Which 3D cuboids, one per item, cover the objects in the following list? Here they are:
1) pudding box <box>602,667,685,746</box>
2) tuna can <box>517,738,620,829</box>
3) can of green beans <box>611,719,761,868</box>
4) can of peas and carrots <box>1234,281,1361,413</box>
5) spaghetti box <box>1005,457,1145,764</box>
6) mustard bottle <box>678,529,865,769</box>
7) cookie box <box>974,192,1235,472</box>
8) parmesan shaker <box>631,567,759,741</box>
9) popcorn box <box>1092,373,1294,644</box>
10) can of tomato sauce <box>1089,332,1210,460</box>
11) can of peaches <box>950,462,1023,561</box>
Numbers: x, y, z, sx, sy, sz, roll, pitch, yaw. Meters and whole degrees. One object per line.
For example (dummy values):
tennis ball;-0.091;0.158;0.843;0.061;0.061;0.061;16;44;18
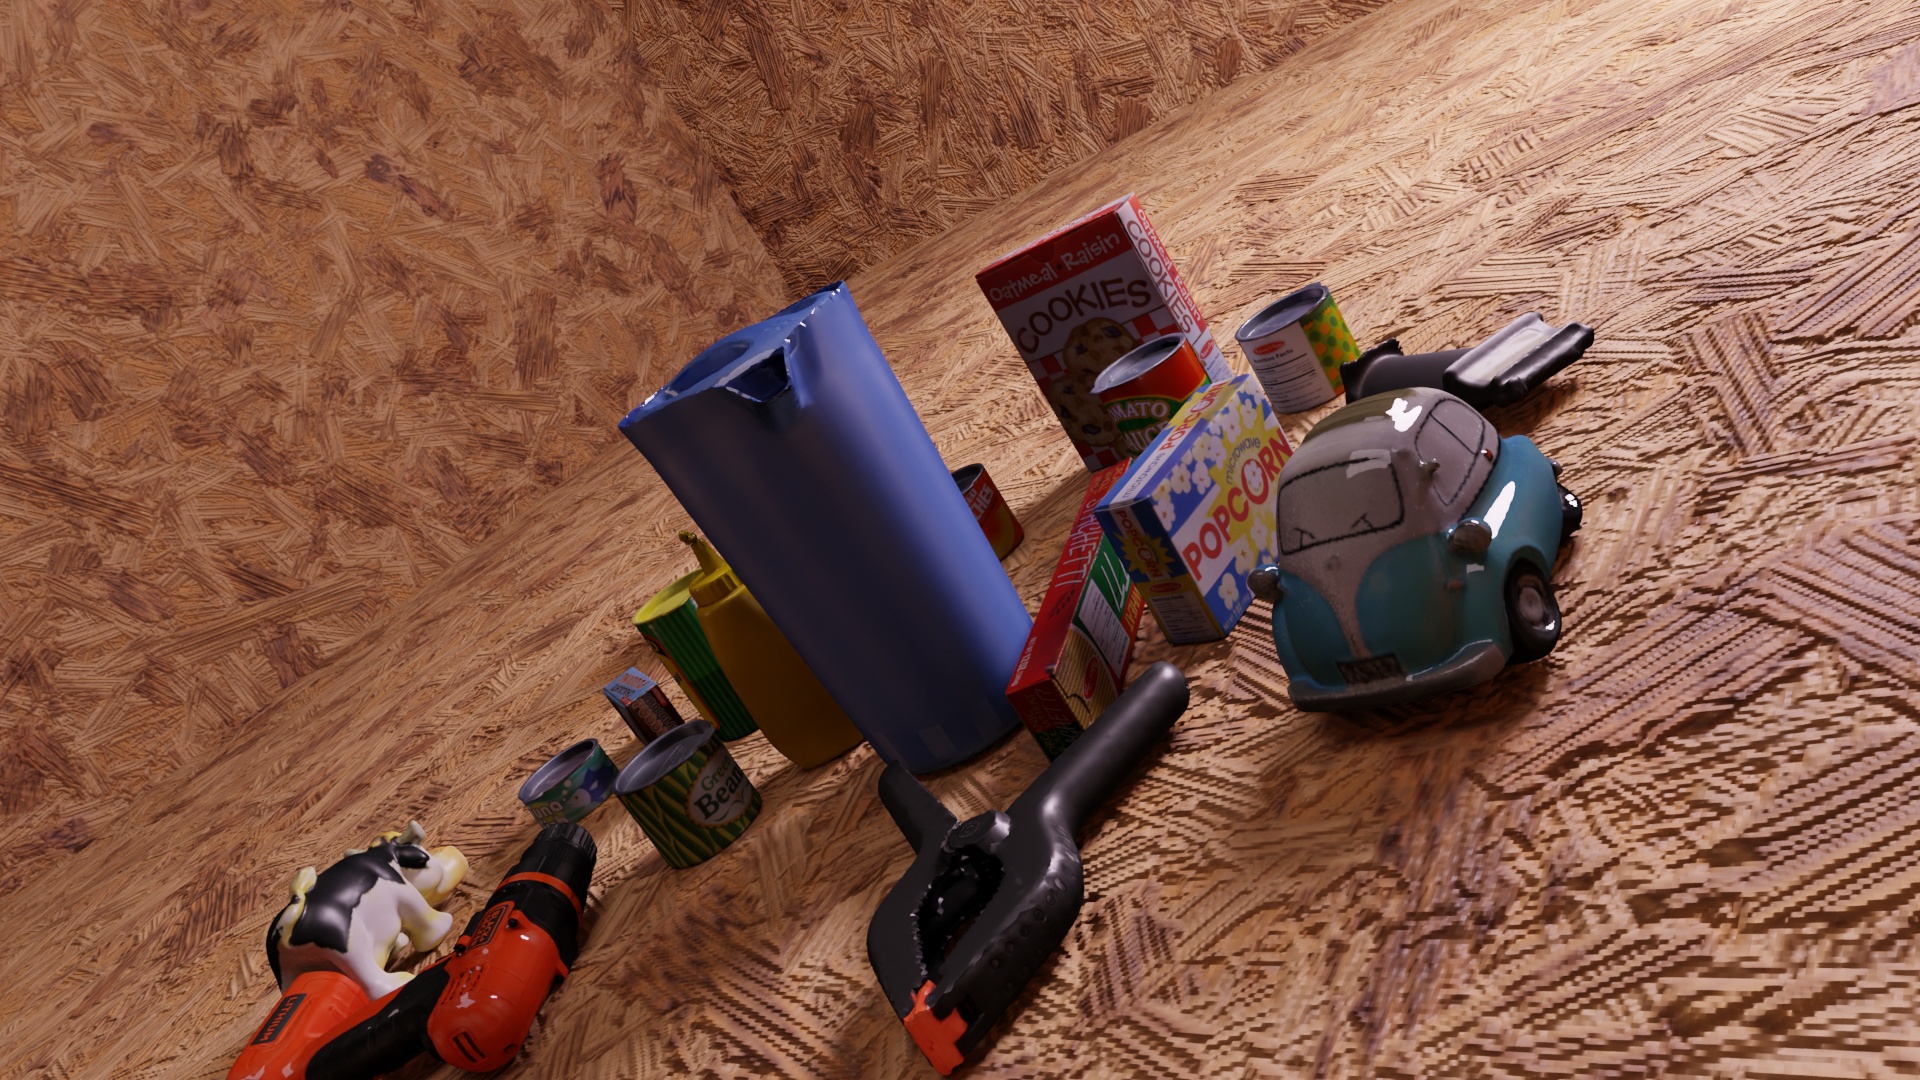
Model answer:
pudding box;-0.229;0.125;1.013;0.030;0.049;0.083;-38;17;-18
tuna can;-0.278;0.175;0.986;0.071;0.032;0.071;-29;17;10
can of green beans;-0.158;0.147;0.806;0.071;0.057;0.071;-29;16;10
can of peas and carrots;0.222;-0.125;0.901;0.071;0.058;0.071;-29;16;10
spaghetti box;0.074;0.029;0.741;0.028;0.050;0.251;-24;18;26
mustard bottle;-0.113;0.056;0.806;0.065;0.160;0.049;-30;16;8
cookie box;0.104;-0.141;0.967;0.122;0.167;0.040;-19;21;38
parmesan shaker;-0.165;0.078;0.939;0.071;0.103;0.071;-29;16;10
popcorn box;0.129;-0.018;0.714;0.038;0.085;0.127;-15;23;46
can of tomato sauce;0.132;-0.079;0.890;0.071;0.083;0.071;-29;16;10
can of peaches;0.003;-0.012;0.972;0.071;0.058;0.071;-29;16;10
